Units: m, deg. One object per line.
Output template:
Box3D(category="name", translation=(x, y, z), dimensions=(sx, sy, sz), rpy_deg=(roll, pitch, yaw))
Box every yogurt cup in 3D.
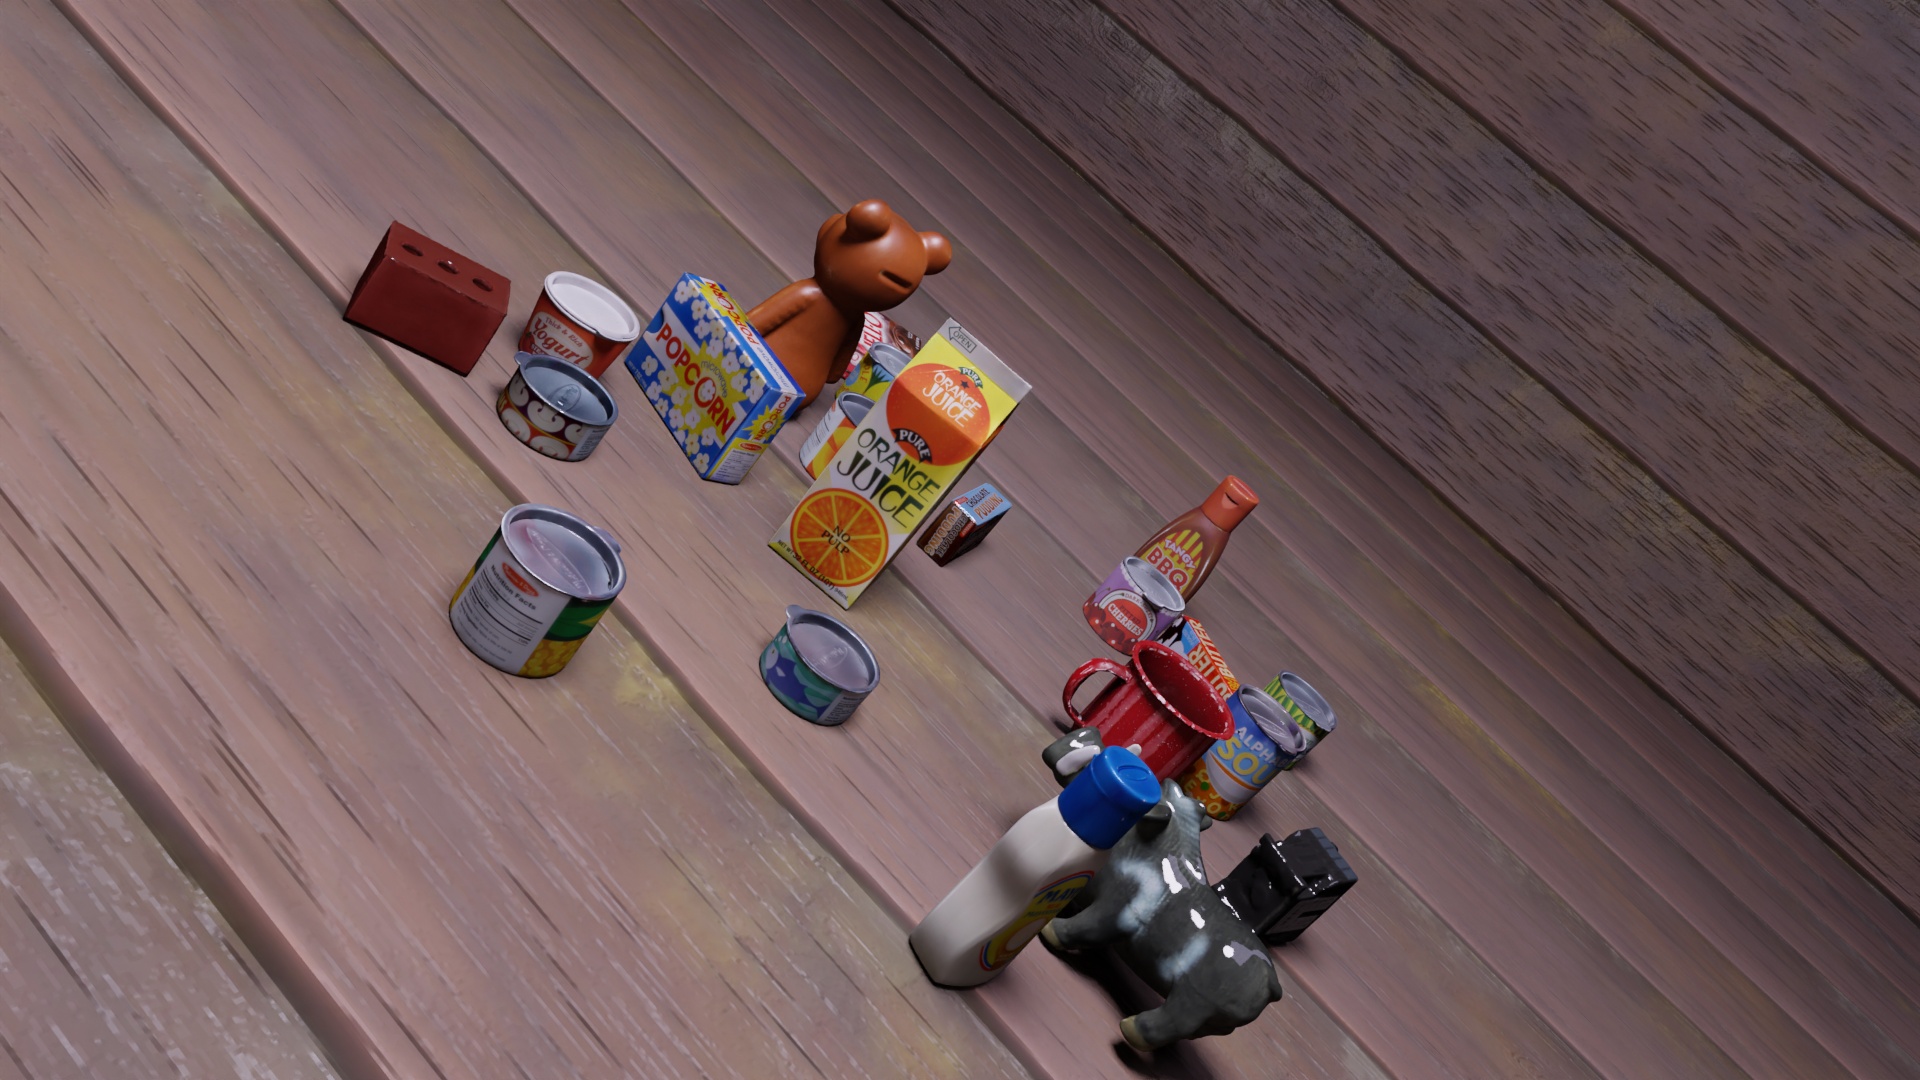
Box3D(category="yogurt cup", translation=(-0.256, -0.137, 0.922), dimensions=(0.072, 0.053, 0.073), rpy_deg=(33, 23, -16))

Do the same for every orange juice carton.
Box3D(category="orange juice carton", translation=(-0.037, -0.053, 0.923), dimensions=(0.072, 0.192, 0.073), rpy_deg=(40, 22, 0))

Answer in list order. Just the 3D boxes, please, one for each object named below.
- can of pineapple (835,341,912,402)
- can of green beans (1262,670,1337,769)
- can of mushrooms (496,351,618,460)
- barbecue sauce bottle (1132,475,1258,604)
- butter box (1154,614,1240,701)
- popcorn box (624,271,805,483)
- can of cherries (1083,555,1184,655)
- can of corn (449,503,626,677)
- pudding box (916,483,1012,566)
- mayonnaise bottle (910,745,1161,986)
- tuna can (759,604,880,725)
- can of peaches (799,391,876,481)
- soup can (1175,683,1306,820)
Box3D(category="can of pineapple", translation=(-0.067, -0.129, 1.195), dimensions=(0.071, 0.057, 0.071), rpy_deg=(33, 23, -16))
Box3D(category="can of green beans", translation=(0.283, 0.156, 1.206), dimensions=(0.071, 0.057, 0.071), rpy_deg=(33, 23, -16))
Box3D(category="can of mushrooms", translation=(-0.250, -0.083, 0.857), dimensions=(0.071, 0.033, 0.071), rpy_deg=(33, 23, -16))
Box3D(category="barbecue sauce bottle", translation=(0.205, 0.007, 1.245), dimensions=(0.065, 0.148, 0.044), rpy_deg=(45, 23, 13))
Box3D(category="butter box", translation=(0.196, 0.116, 1.154), dimensions=(0.024, 0.053, 0.104), rpy_deg=(21, 29, -38))
Box3D(category="popcorn box", translation=(-0.172, -0.112, 0.965), dimensions=(0.038, 0.085, 0.127), rpy_deg=(7, 39, -53))
Box3D(category="can of cherries", translation=(0.146, 0.056, 1.179), dimensions=(0.071, 0.058, 0.072), rpy_deg=(33, 23, -16))
Box3D(category="can of corn", translation=(-0.208, 0.025, 0.689), dimensions=(0.071, 0.058, 0.071), rpy_deg=(33, 23, -16))
Box3D(category="pudding box", translation=(0.004, -0.014, 1.101), dimensions=(0.030, 0.049, 0.084), rpy_deg=(43, 23, 8))
Box3D(category="mayonnaise bottle", translation=(0.040, 0.164, 0.697), dimensions=(0.065, 0.147, 0.041), rpy_deg=(11, 36, -50))
Box3D(category="tuna can", translation=(-0.085, 0.073, 0.822), dimensions=(0.071, 0.032, 0.071), rpy_deg=(33, 23, -16))
Box3D(category="can of peaches", translation=(-0.079, -0.070, 1.065), dimensions=(0.071, 0.058, 0.071), rpy_deg=(33, 23, -16))
Box3D(category="soup can", translation=(0.208, 0.162, 1.046), dimensions=(0.071, 0.083, 0.072), rpy_deg=(33, 23, -16))
